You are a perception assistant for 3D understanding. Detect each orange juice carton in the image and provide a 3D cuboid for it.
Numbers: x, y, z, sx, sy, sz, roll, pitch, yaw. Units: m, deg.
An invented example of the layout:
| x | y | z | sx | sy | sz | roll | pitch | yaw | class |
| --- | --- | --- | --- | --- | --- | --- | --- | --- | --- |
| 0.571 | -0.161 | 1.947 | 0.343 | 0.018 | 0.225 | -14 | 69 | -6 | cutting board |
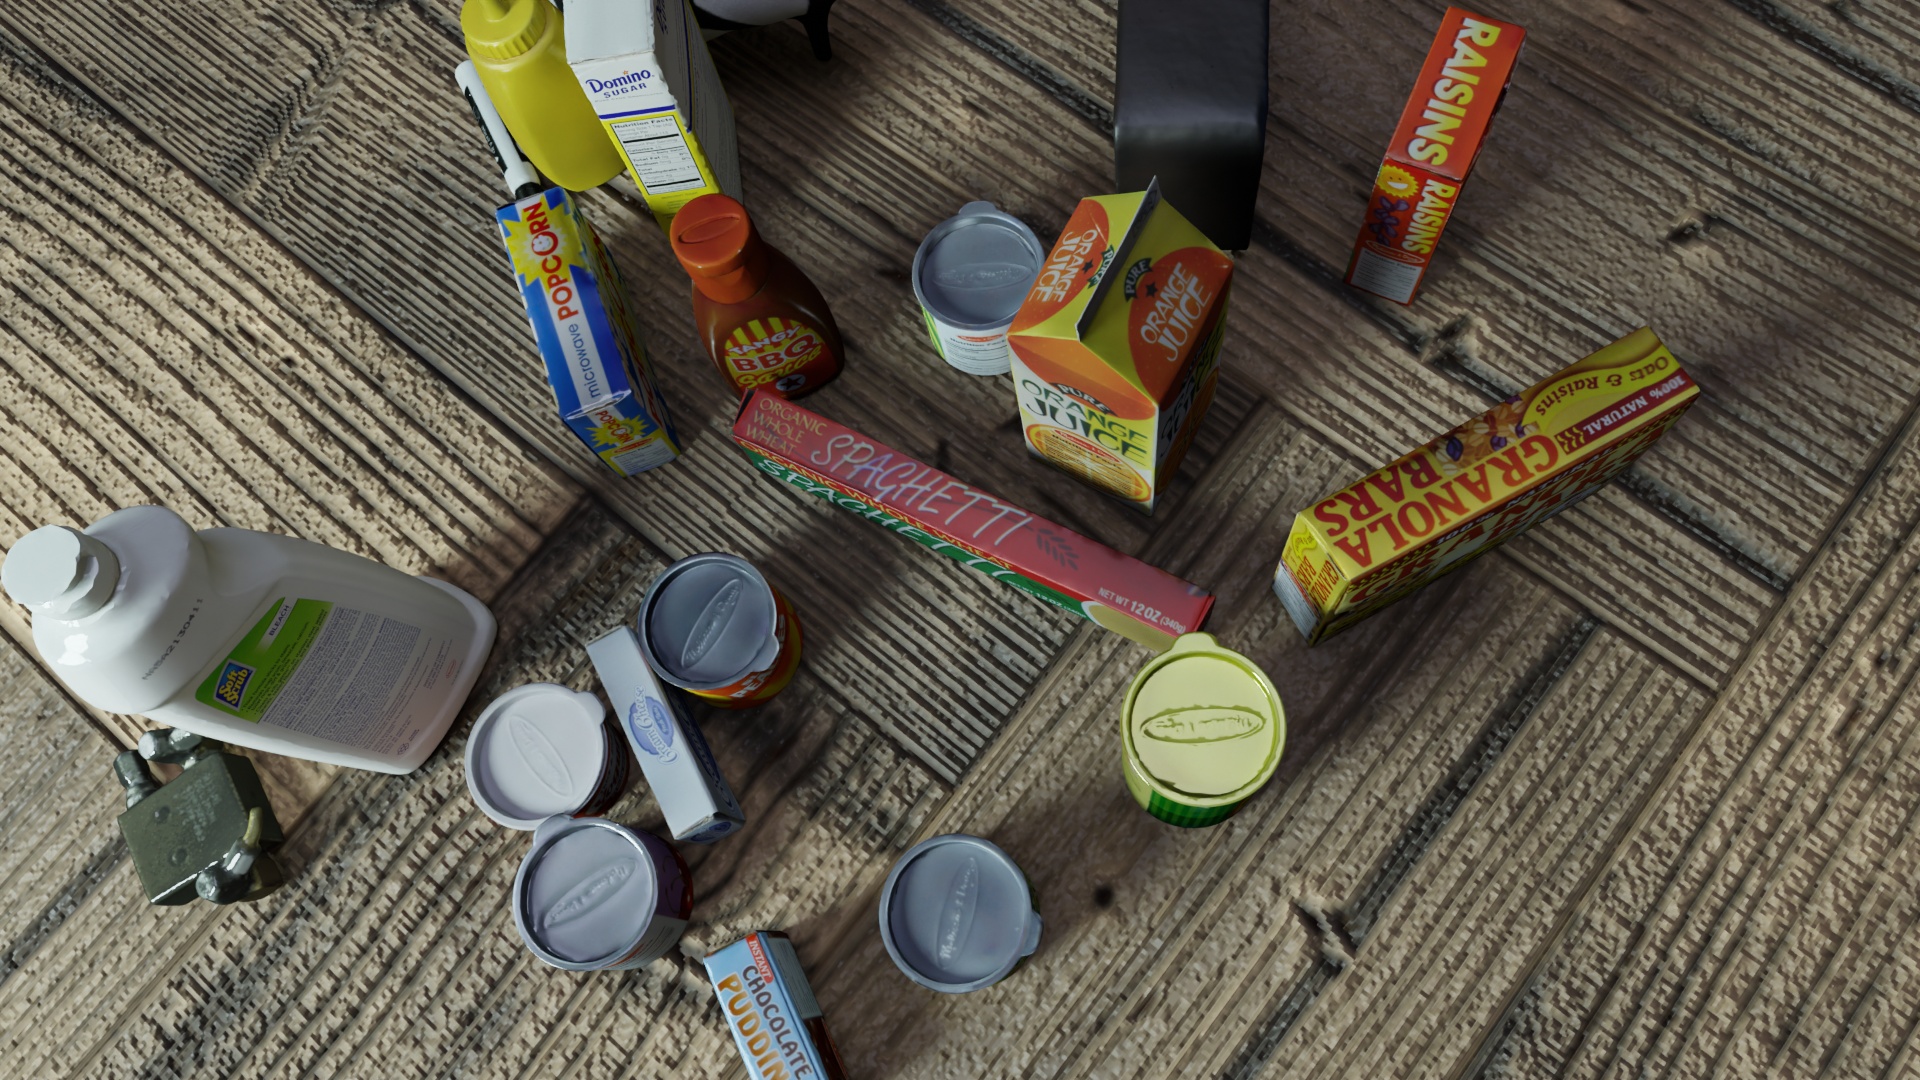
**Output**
| x | y | z | sx | sy | sz | roll | pitch | yaw | class |
| --- | --- | --- | --- | --- | --- | --- | --- | --- | --- |
| 0.070 | -0.083 | 0.616 | 0.073 | 0.192 | 0.072 | 27 | 78 | 14 | orange juice carton |

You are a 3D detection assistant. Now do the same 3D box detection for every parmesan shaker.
| x | y | z | sx | sy | sz | roll | pitch | yaw | class |
| --- | --- | --- | --- | --- | --- | --- | --- | --- | --- |
| 0.103 | 0.085 | 0.607 | 0.071 | 0.103 | 0.071 | -2 | 73 | 6 | parmesan shaker |

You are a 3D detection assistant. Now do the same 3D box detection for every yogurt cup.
| x | y | z | sx | sy | sz | roll | pitch | yaw | class |
| --- | --- | --- | --- | --- | --- | --- | --- | --- | --- |
| -0.193 | 0.105 | 0.661 | 0.072 | 0.054 | 0.072 | -2 | 73 | 6 | yogurt cup |

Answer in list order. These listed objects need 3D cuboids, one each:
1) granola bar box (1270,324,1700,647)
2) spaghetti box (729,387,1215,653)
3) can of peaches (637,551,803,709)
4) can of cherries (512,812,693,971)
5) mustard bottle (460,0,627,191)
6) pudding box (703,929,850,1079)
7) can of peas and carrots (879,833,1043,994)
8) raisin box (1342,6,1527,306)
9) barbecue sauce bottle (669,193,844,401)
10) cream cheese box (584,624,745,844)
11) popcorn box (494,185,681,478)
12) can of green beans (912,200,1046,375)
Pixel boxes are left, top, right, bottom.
| x | y | z | sx | sy | sz | roll | pitch | yaw | class |
| --- | --- | --- | --- | --- | --- | --- | --- | --- | --- |
| 0.224 | -0.018 | 0.613 | 0.166 | 0.124 | 0.039 | -28 | 72 | -2 | granola bar box |
| 0.002 | -0.008 | 0.675 | 0.250 | 0.050 | 0.029 | 25 | 78 | 13 | spaghetti box |
| -0.112 | 0.046 | 0.668 | 0.071 | 0.058 | 0.071 | -2 | 73 | 6 | can of peaches |
| -0.163 | 0.161 | 0.638 | 0.071 | 0.058 | 0.071 | -2 | 73 | 6 | can of cherries |
| -0.216 | -0.243 | 0.716 | 0.065 | 0.160 | 0.049 | -34 | 73 | -4 | mustard bottle |
| -0.079 | 0.217 | 0.616 | 0.030 | 0.049 | 0.084 | -28 | 72 | -2 | pudding box |
| 0.004 | 0.166 | 0.617 | 0.071 | 0.058 | 0.071 | -2 | 73 | 6 | can of peas and carrots |
| 0.224 | -0.179 | 0.664 | 0.040 | 0.123 | 0.086 | 23 | 77 | 13 | raisin box |
| -0.100 | -0.114 | 0.669 | 0.065 | 0.148 | 0.044 | -19 | 72 | 1 | barbecue sauce bottle |
| -0.139 | 0.093 | 0.659 | 0.024 | 0.053 | 0.104 | -30 | 72 | -2 | cream cheese box |
| -0.188 | -0.104 | 0.709 | 0.038 | 0.085 | 0.127 | -22 | 72 | 0 | popcorn box |
| 0.012 | -0.125 | 0.706 | 0.071 | 0.057 | 0.071 | -2 | 73 | 6 | can of green beans |
